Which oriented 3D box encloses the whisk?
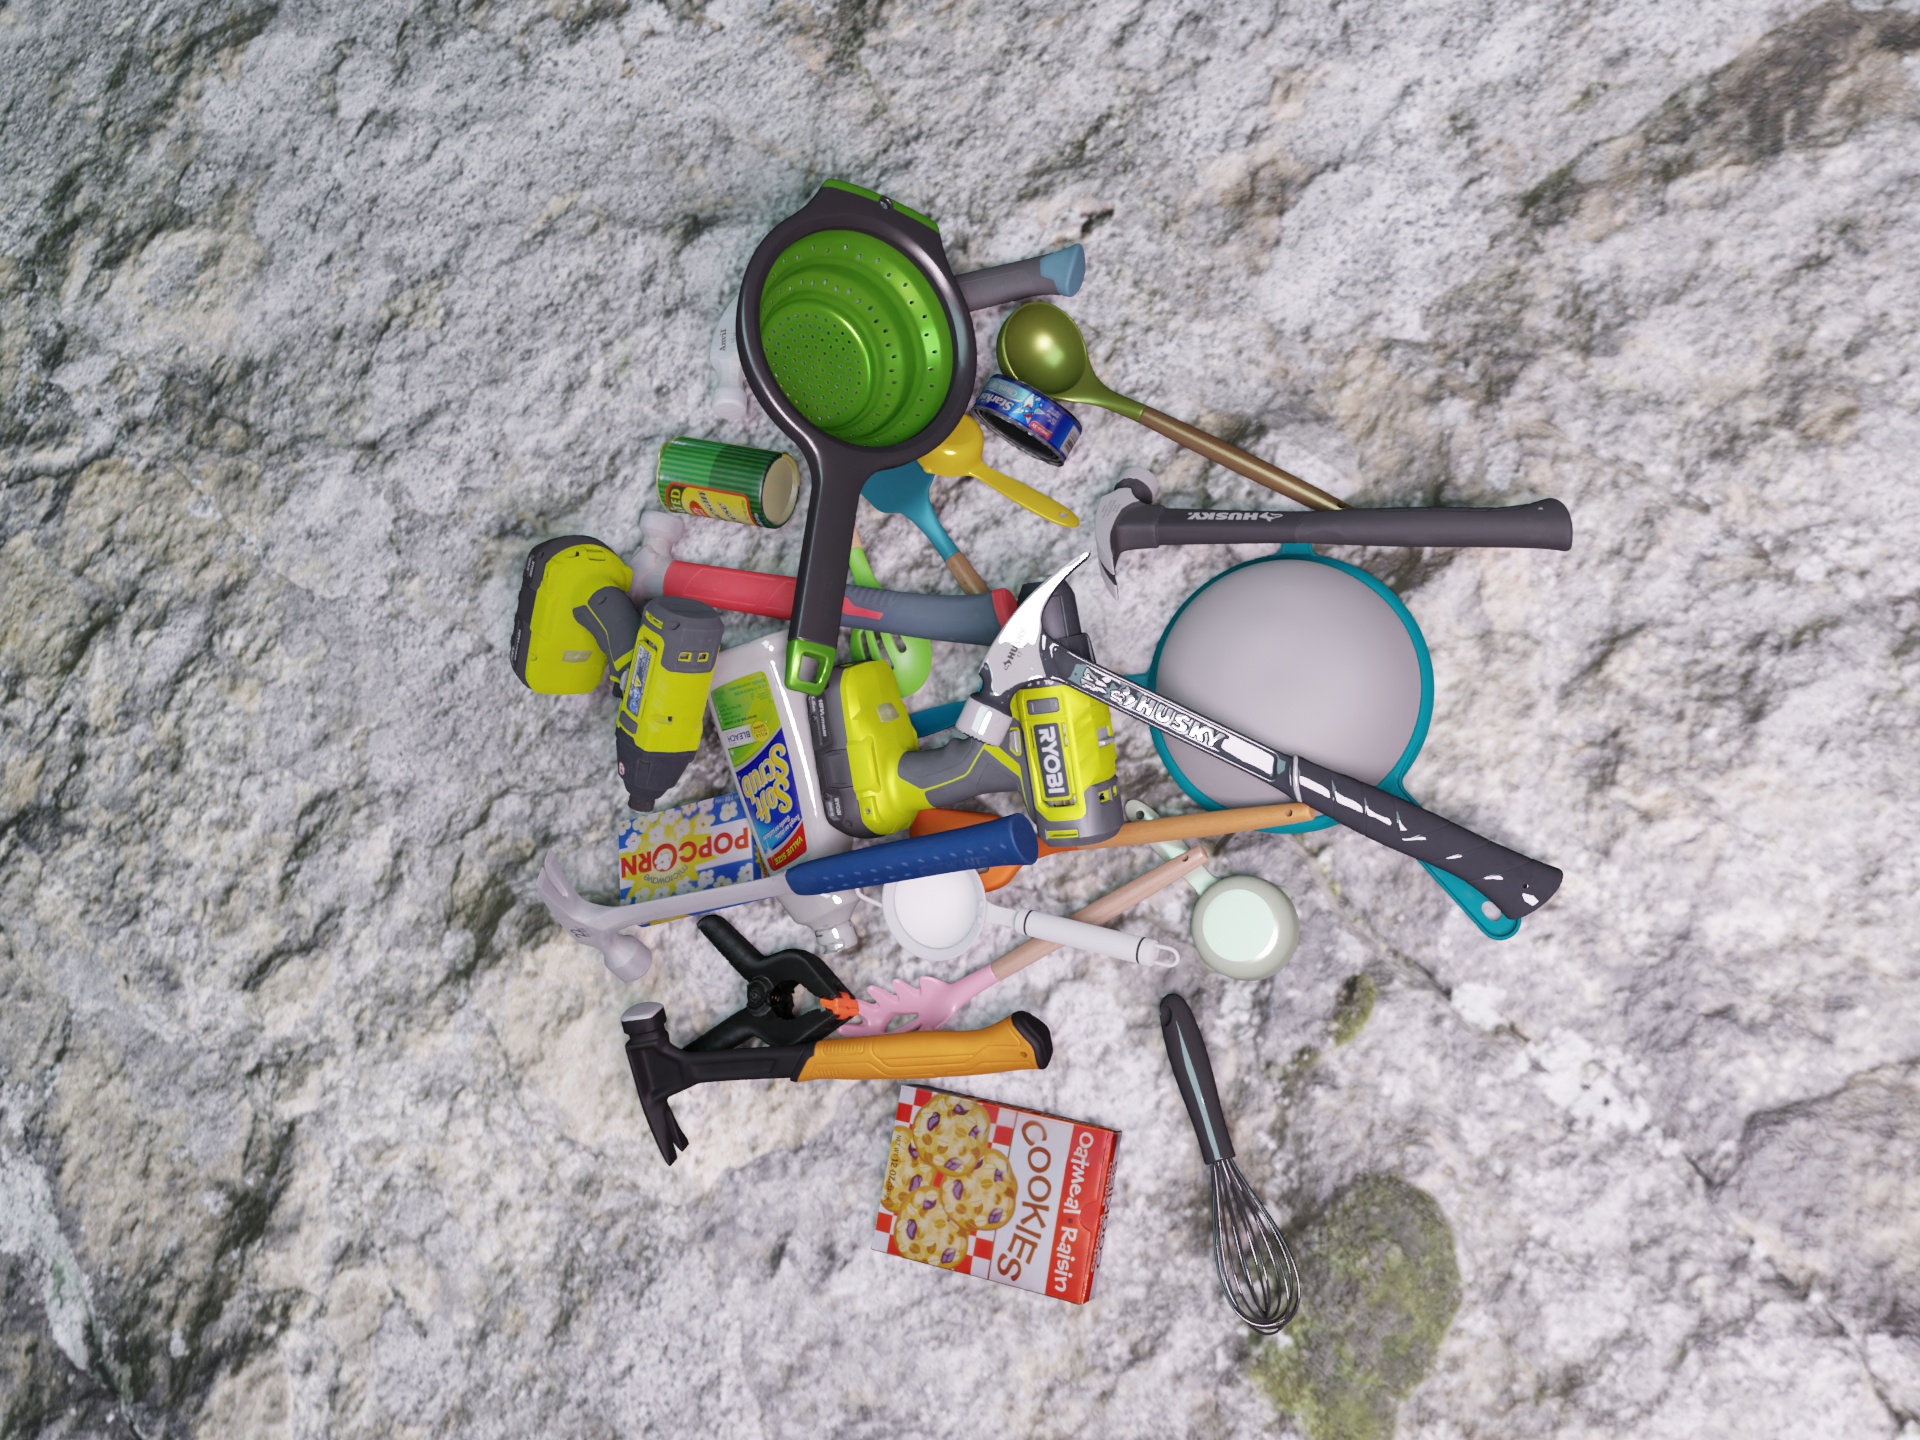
[{"bbox_3d":[0.183,0.306,1.116,0.055,0.055,0.239,-22,68,16],"label":"whisk"}]

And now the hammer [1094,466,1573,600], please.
[{"bbox_3d":[0.257,-0.135,1.131,0.335,0.035,0.146,3,37,21],"label":"hammer"}]

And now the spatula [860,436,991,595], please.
[{"bbox_3d":[0.013,-0.109,1.277,0.082,0.044,0.318,-36,74,9],"label":"spatula"}]

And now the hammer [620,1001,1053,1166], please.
[{"bbox_3d":[-0.092,0.260,1.185,0.337,0.034,0.127,-9,102,20],"label":"hammer"}]

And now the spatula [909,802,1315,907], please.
[{"bbox_3d":[0.104,0.086,1.171,0.322,0.041,0.081,-11,77,33],"label":"spatula"}]

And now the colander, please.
[{"bbox_3d":[-0.107,-0.211,1.233,0.094,0.204,0.397,-10,69,58],"label":"colander"}]

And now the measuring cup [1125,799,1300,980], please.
[{"bbox_3d":[0.174,0.117,1.159,0.083,0.038,0.168,-45,70,7],"label":"measuring cup"}]

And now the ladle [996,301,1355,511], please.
[{"bbox_3d":[0.164,-0.233,1.226,0.320,0.062,0.078,31,66,20],"label":"ladle"}]

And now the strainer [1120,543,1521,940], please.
[{"bbox_3d":[0.264,0.017,1.115,0.211,0.095,0.341,-43,67,8],"label":"strainer"}]

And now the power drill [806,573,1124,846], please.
[{"bbox_3d":[0.004,-0.001,1.170,0.228,0.080,0.190,-6,96,31],"label":"power drill"}]

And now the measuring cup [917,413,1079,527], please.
[{"bbox_3d":[0.031,-0.201,1.273,0.156,0.029,0.062,32,55,16],"label":"measuring cup"}]

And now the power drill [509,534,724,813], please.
[{"bbox_3d":[-0.277,-0.043,1.275,0.223,0.080,0.171,36,117,44],"label":"power drill"}]

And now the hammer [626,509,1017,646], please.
[{"bbox_3d":[-0.122,-0.082,1.286,0.386,0.038,0.143,10,86,30],"label":"hammer"}]

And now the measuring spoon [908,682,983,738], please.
[{"bbox_3d":[-0.002,-0.004,1.267,0.128,0.021,0.042,-17,76,26],"label":"measuring spoon"}]

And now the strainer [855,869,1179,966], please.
[{"bbox_3d":[0.042,0.146,1.160,0.258,0.050,0.087,10,96,31],"label":"strainer"}]

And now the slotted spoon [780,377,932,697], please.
[{"bbox_3d":[-0.099,-0.161,1.327,0.070,0.031,0.314,-29,69,20],"label":"slotted spoon"}]

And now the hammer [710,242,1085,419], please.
[{"bbox_3d":[-0.056,-0.344,1.336,0.331,0.033,0.128,-9,67,17],"label":"hammer"}]

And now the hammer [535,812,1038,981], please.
[{"bbox_3d":[-0.135,0.120,1.184,0.405,0.143,0.035,-13,44,26],"label":"hammer"}]

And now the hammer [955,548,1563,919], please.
[{"bbox_3d":[0.210,0.025,1.068,0.409,0.036,0.149,25,92,3],"label":"hammer"}]

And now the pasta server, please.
[{"bbox_3d":[0.045,0.173,1.185,0.316,0.040,0.060,-32,54,18],"label":"pasta server"}]
